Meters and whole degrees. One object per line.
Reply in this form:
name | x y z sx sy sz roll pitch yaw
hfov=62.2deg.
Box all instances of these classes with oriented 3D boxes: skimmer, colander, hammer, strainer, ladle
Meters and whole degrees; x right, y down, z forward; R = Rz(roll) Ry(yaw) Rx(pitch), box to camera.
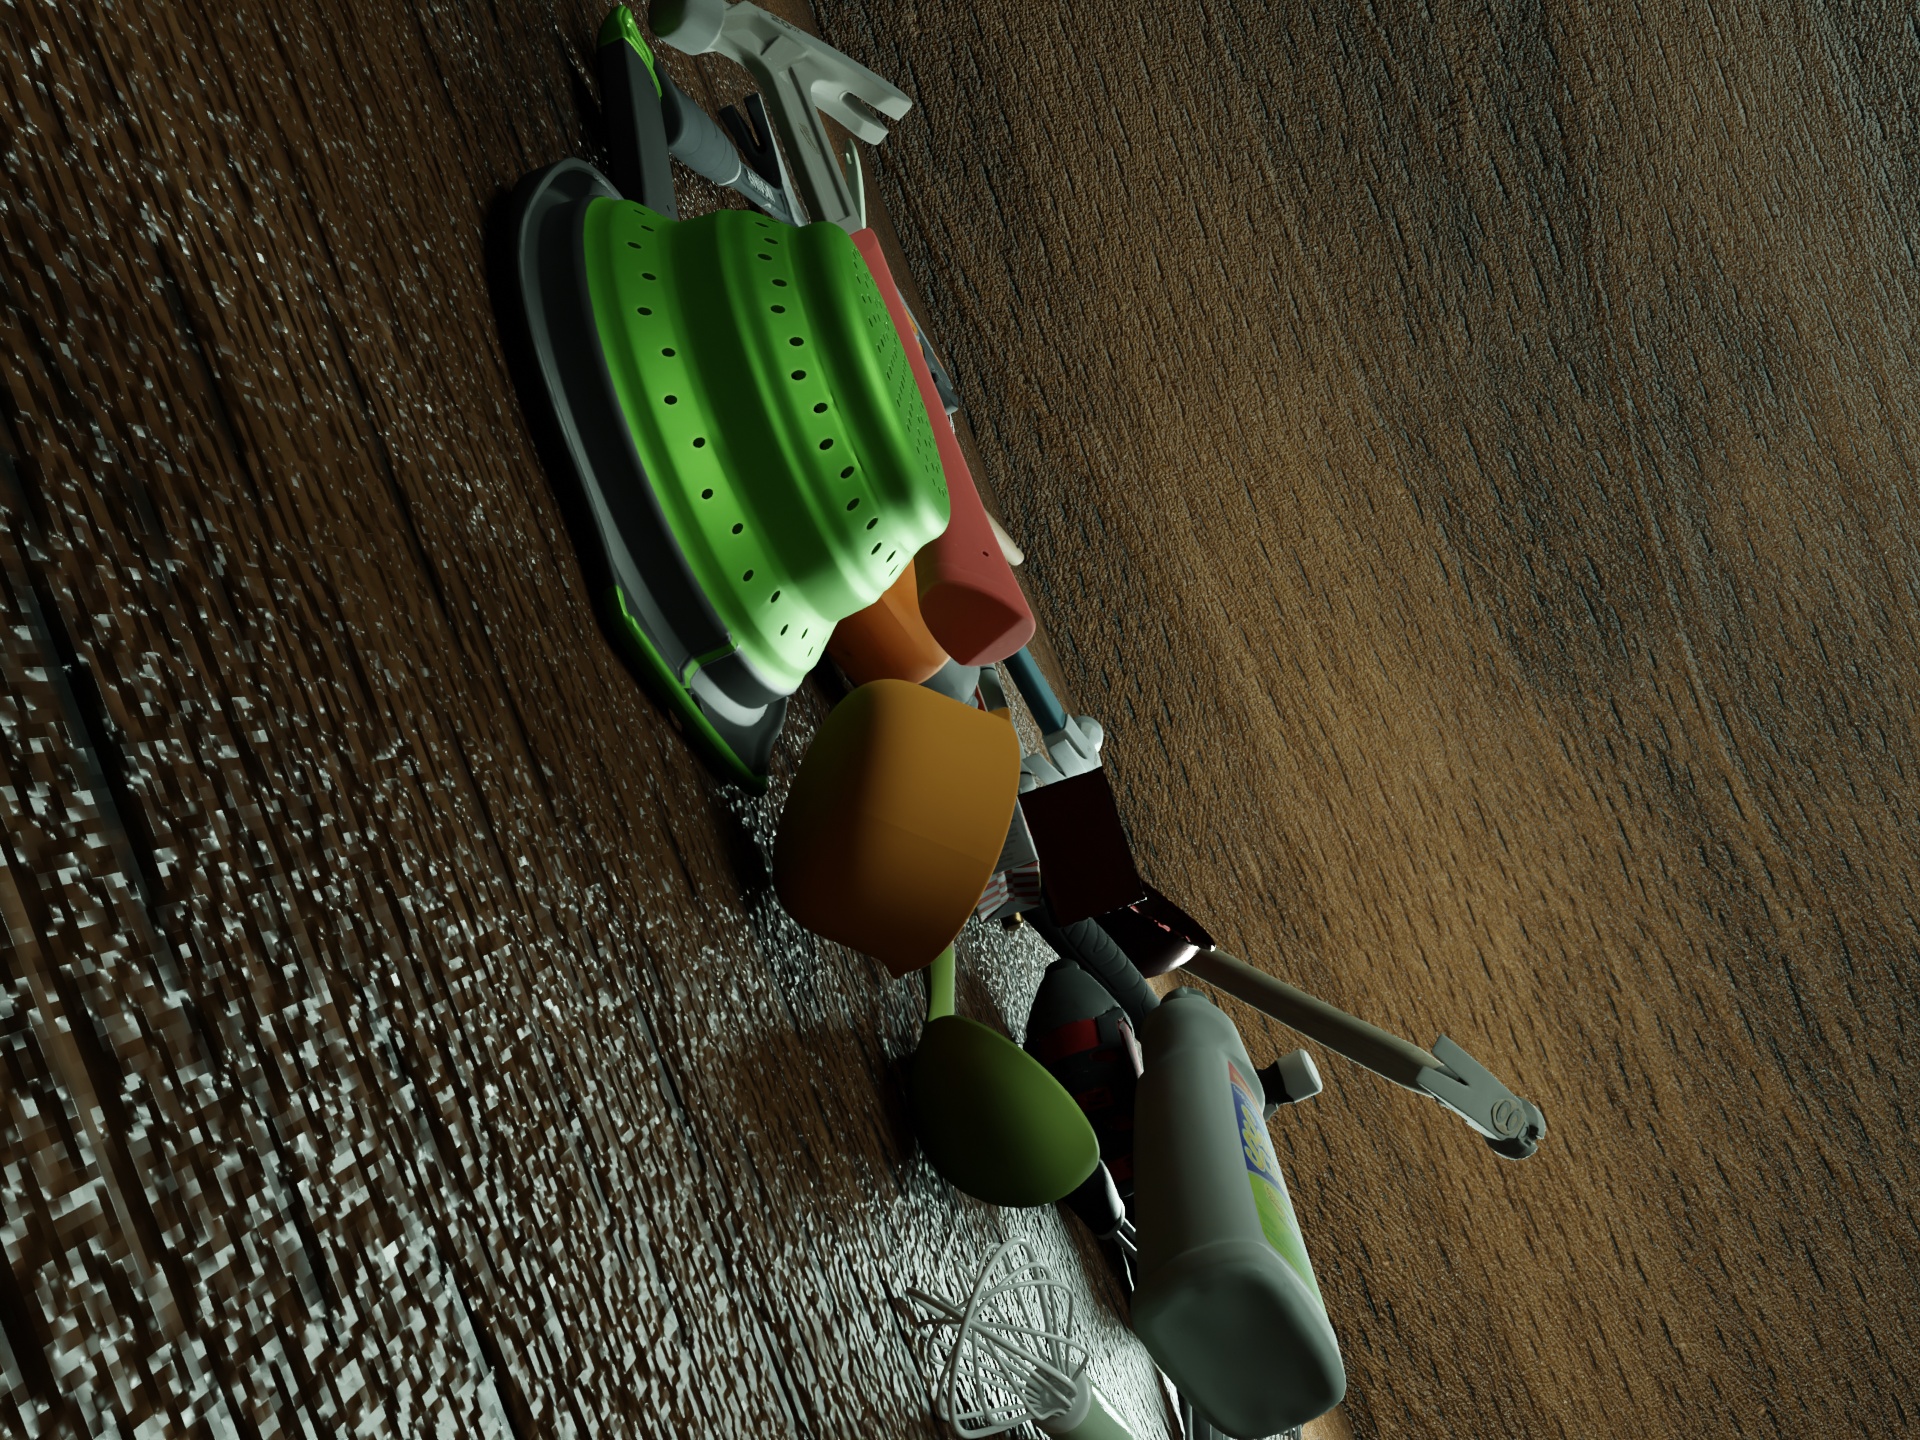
skimmer | 0.074 0.283 0.773 0.363 0.090 0.127 53 19 -31
colander | -0.079 -0.165 0.589 0.204 0.094 0.398 61 12 -52
hammer | 0.198 0.181 1.106 0.411 0.038 0.146 22 -12 48
hammer | -0.135 -0.327 0.926 0.409 0.036 0.149 -67 134 -80
hammer | 0.109 0.186 1.018 0.334 0.146 0.035 50 19 -41
strainer | 0.011 -0.041 1.136 0.086 0.050 0.259 43 24 -54
hammer | 0.010 -0.092 1.087 0.331 0.033 0.128 60 17 -15
hammer | -0.034 -0.179 0.698 0.149 0.036 0.359 11 50 -46
ladle | -0.001 0.080 0.677 0.320 0.062 0.078 -104 170 -61

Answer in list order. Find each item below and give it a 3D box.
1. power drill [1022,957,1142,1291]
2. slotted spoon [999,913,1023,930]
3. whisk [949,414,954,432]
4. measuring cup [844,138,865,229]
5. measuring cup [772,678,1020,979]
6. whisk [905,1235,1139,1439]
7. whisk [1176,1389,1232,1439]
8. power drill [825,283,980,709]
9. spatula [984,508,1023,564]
power drill | 0.098 0.241 0.908 0.143 0.078 0.219 -103 167 -51
slotted spoon | -0.002 -0.003 1.046 0.070 0.031 0.314 63 10 -58
whisk | -0.014 -0.138 1.242 0.070 0.070 0.285 41 33 -76
measuring cup | -0.087 -0.340 1.134 0.083 0.038 0.167 56 -17 26
measuring cup | -0.038 0.026 0.548 0.052 0.095 0.174 24 -2 -20
whisk | 0.032 0.233 0.551 0.246 0.058 0.059 65 42 -53
whisk | 0.136 0.356 0.992 0.239 0.055 0.055 -97 166 -46
power drill | -0.042 -0.109 0.767 0.164 0.084 0.227 54 21 -47
spatula | -0.034 -0.196 1.154 0.315 0.018 0.060 40 24 -48
